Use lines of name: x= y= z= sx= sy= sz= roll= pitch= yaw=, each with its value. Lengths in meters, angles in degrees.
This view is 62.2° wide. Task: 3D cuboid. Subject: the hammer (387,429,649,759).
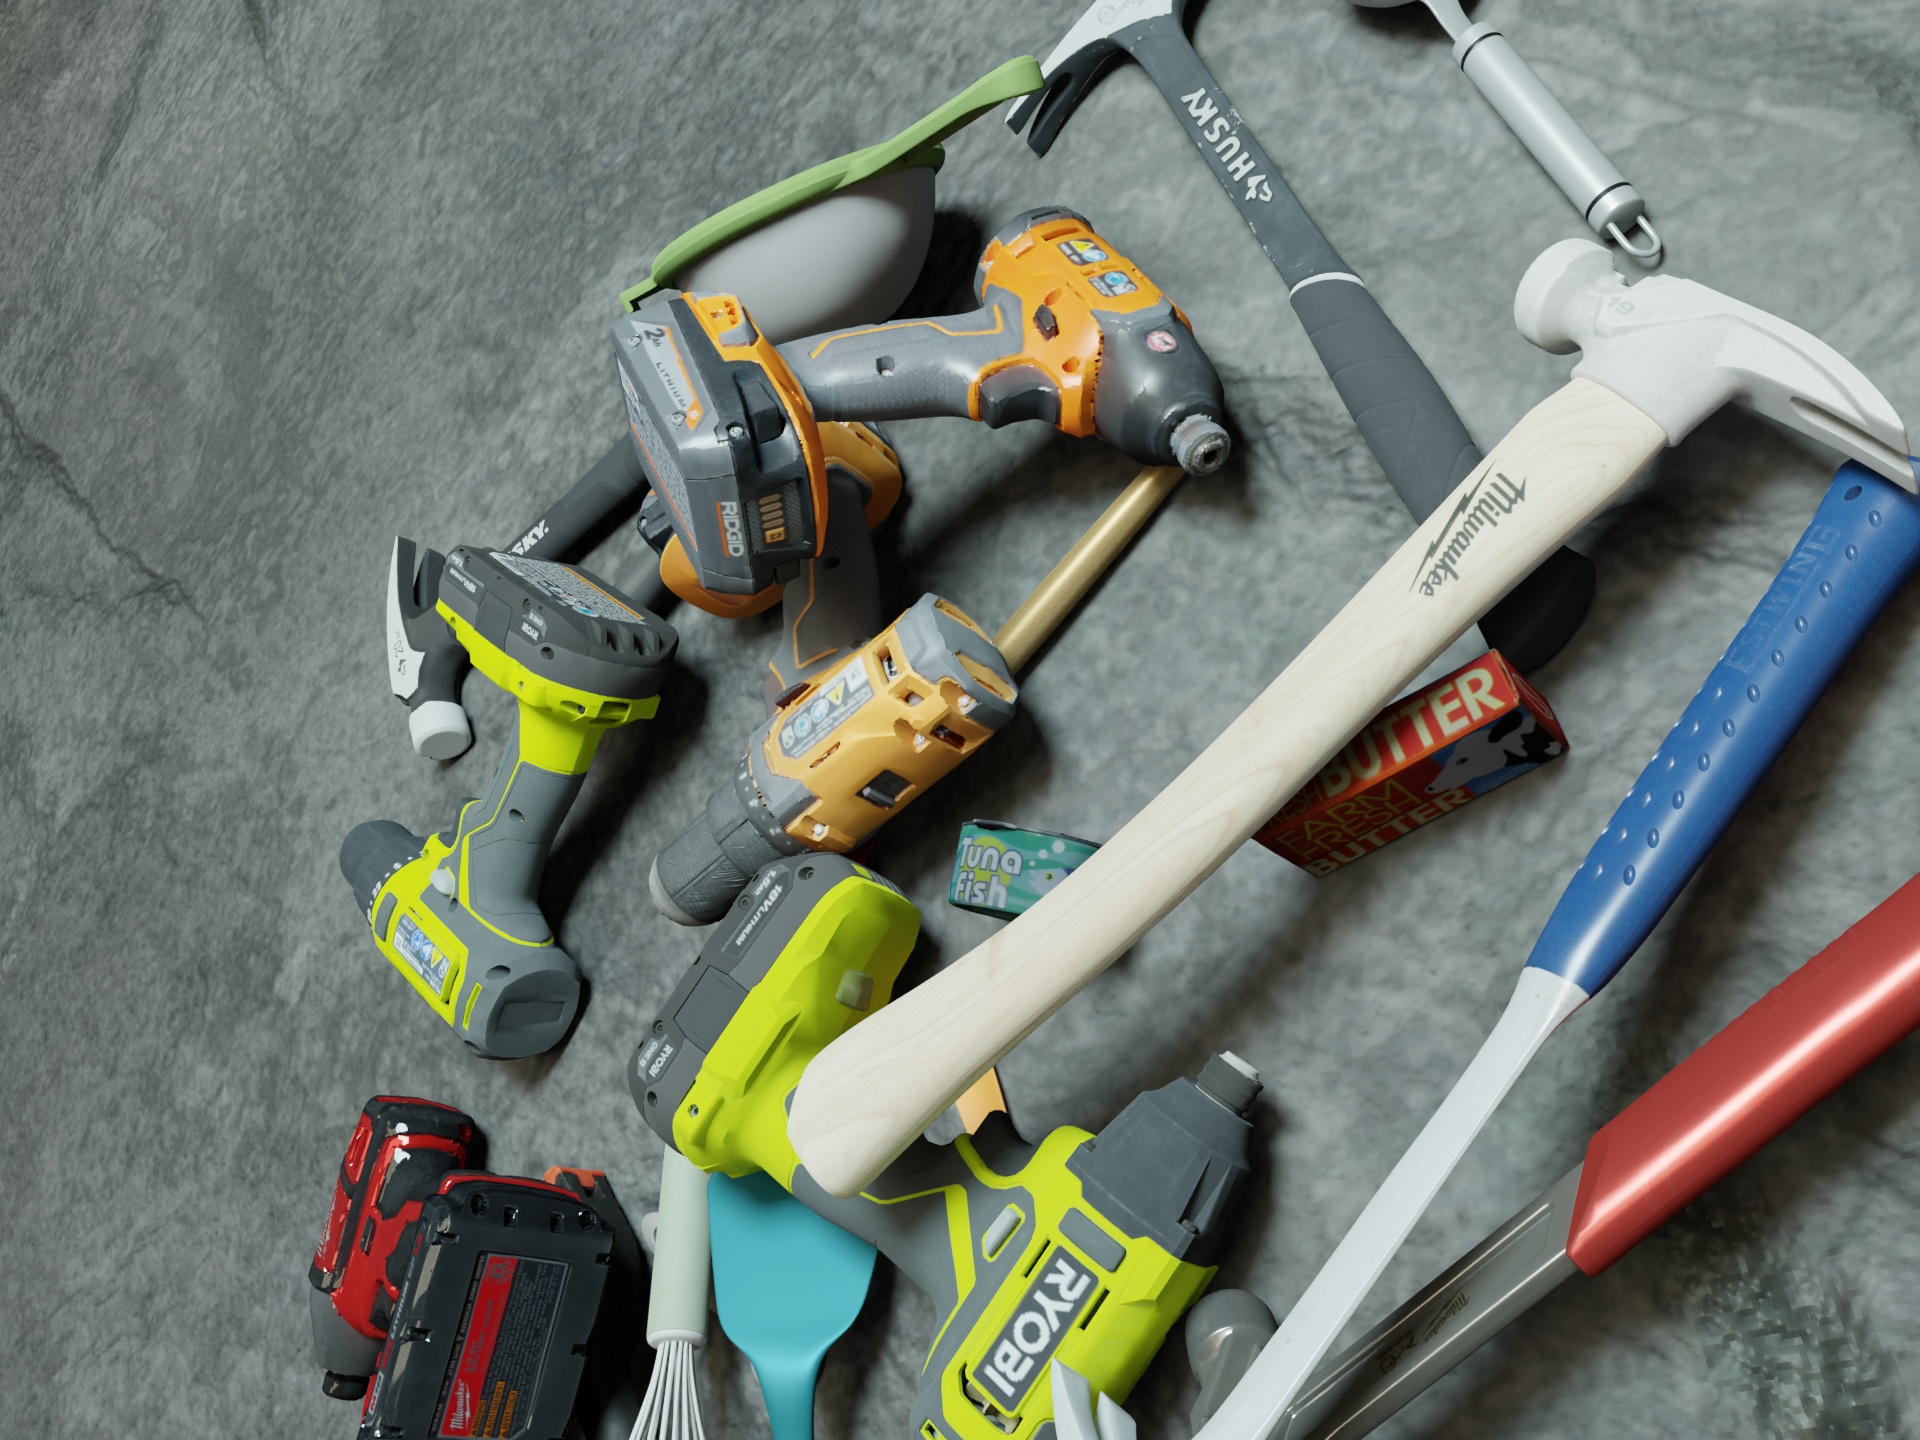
hammer: x=-0.207 y=-0.128 z=0.892 sx=0.334 sy=0.035 sz=0.146 roll=-37 pitch=55 yaw=20

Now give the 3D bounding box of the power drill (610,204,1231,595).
power drill: x=-0.010 y=-0.129 z=0.643 sx=0.226 sy=0.084 sz=0.164 roll=-19 pitch=47 yaw=-16

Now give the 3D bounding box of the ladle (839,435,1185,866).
ladle: x=-0.001 y=-0.002 z=0.696 sx=0.315 sy=0.031 sz=0.069 roll=-49 pitch=52 yaw=10

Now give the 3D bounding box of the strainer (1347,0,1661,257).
strainer: x=0.200 y=-0.271 z=0.634 sx=0.087 sy=0.050 sz=0.259 roll=-15 pitch=61 yaw=-17

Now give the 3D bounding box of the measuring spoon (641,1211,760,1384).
measuring spoon: x=-0.106 y=0.247 z=0.685 sx=0.124 sy=0.018 sz=0.034 roll=25 pitch=89 yaw=41

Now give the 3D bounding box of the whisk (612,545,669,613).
whisk: x=-0.145 y=-0.096 z=0.829 sx=0.239 sy=0.055 sz=0.055 roll=-47 pitch=52 yaw=19

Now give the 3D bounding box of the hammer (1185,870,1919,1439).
hammer: x=0.209 y=0.118 z=0.445 sx=0.359 sy=0.036 sz=0.149 roll=-43 pitch=13 yaw=10

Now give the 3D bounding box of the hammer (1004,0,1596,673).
hammer: x=0.137 y=-0.186 z=0.654 sx=0.149 sy=0.036 sz=0.409 roll=-36 pitch=55 yaw=23

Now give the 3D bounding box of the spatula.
spatula: x=-0.053 y=0.328 z=0.605 sx=0.082 sy=0.044 sz=0.318 roll=-8 pitch=74 yaw=7

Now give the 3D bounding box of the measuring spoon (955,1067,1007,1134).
measuring spoon: x=0.012 y=0.159 z=0.637 sx=0.021 sy=0.011 sz=0.117 roll=-32 pitch=53 yaw=15

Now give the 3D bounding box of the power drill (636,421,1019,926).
power drill: x=-0.083 y=-0.031 z=0.717 sx=0.185 sy=0.084 sz=0.226 roll=-40 pitch=47 yaw=19

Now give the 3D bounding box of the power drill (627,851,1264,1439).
power drill: x=-0.007 y=0.152 z=0.597 sx=0.223 sy=0.080 sz=0.171 roll=33 pitch=88 yaw=34

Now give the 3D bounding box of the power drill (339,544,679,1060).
power drill: x=-0.243 y=0.032 z=0.816 sx=0.191 sy=0.080 sz=0.228 roll=31 pitch=106 yaw=39

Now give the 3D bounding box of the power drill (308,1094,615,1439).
power drill: x=-0.242 y=0.257 z=0.718 sx=0.220 sy=0.078 sz=0.143 roll=-4 pitch=70 yaw=57

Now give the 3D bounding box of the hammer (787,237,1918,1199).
hammer: x=0.103 y=0.018 z=0.520 sx=0.410 sy=0.038 sz=0.146 roll=-44 pitch=43 yaw=6

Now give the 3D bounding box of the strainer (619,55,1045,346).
strainer: x=-0.036 y=-0.219 z=0.717 sx=0.256 sy=0.151 sz=0.069 roll=-6 pitch=110 yaw=55

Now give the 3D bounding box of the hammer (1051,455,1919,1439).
hammer: x=0.166 y=0.085 z=0.470 sx=0.405 sy=0.035 sz=0.144 roll=-52 pitch=12 yaw=-8

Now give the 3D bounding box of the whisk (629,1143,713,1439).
whisk: x=-0.116 y=0.261 z=0.648 sx=0.058 sy=0.059 sz=0.247 roll=-2 pitch=51 yaw=0
